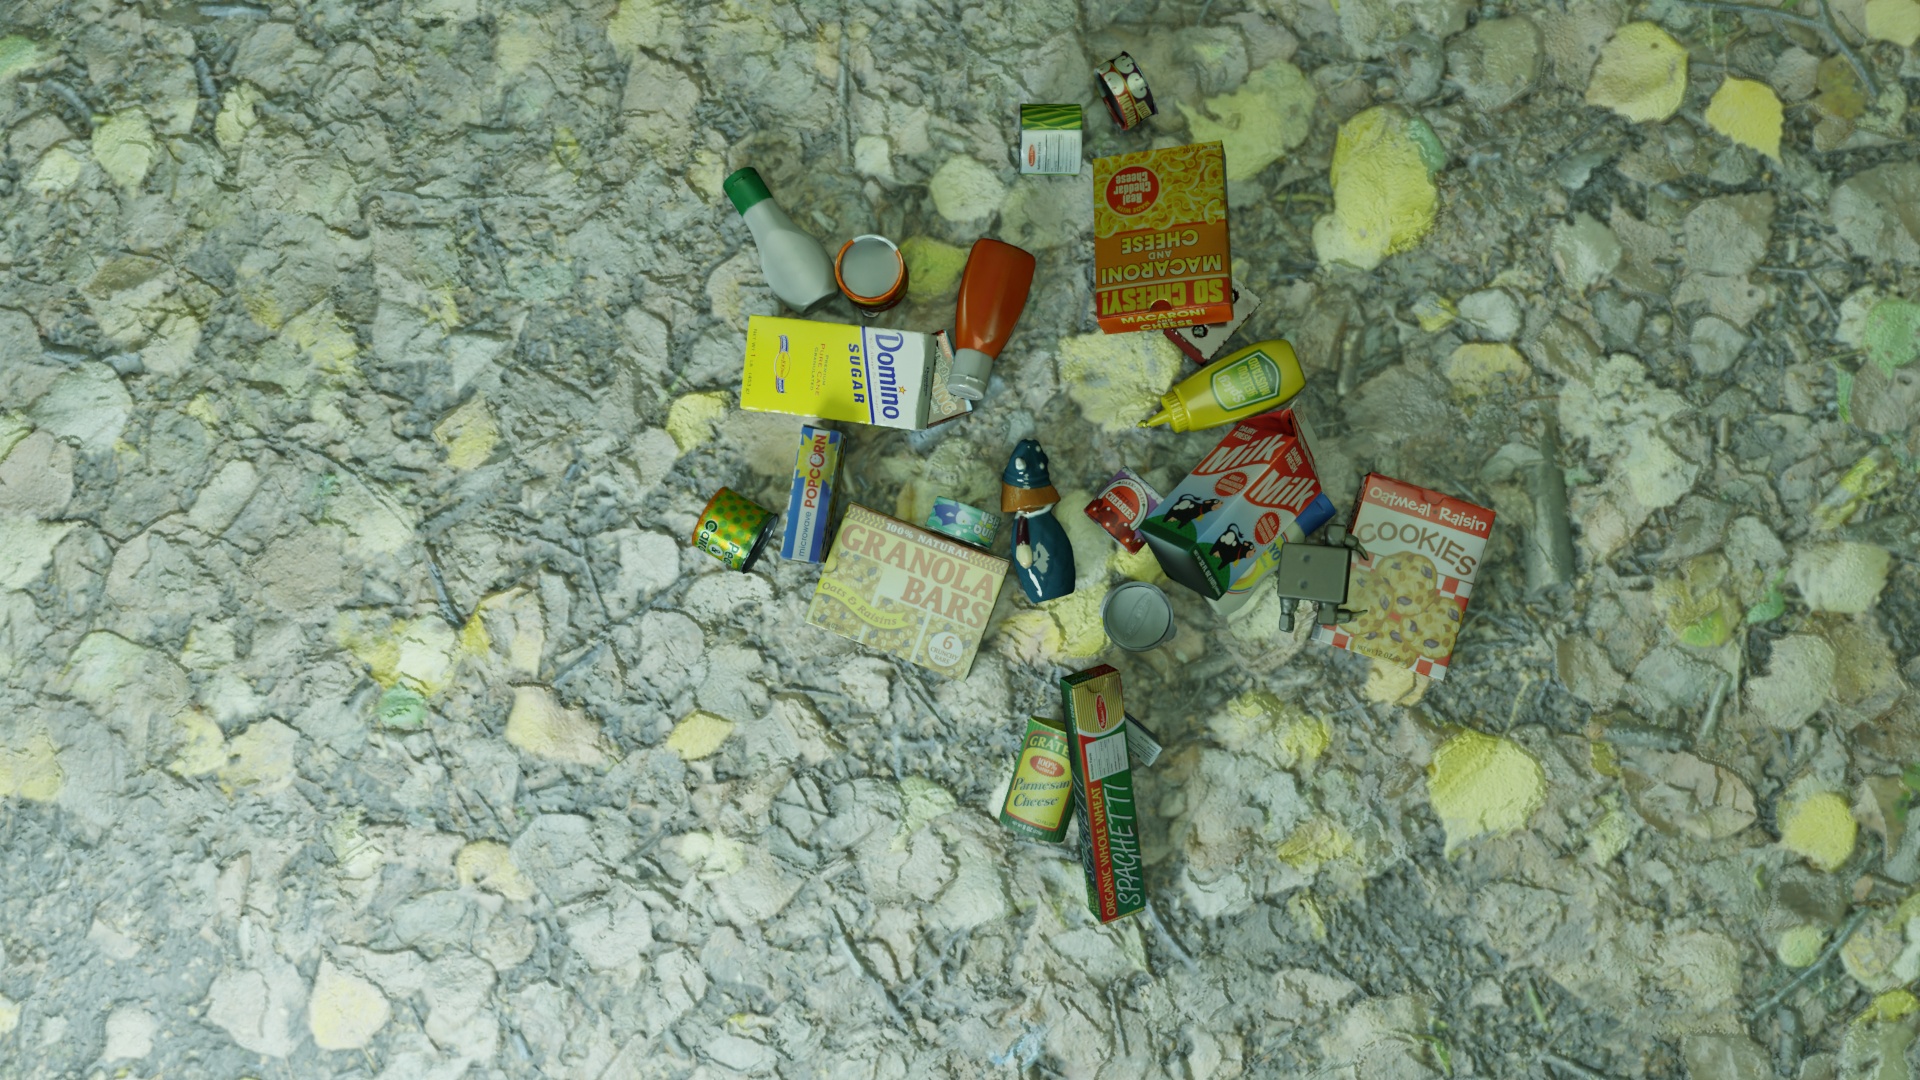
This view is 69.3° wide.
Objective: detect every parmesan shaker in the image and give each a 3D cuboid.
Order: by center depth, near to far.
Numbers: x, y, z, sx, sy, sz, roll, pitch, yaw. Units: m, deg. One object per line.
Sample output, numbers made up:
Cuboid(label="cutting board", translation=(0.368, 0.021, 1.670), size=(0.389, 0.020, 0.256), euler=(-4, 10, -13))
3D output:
Cuboid(label="parmesan shaker", translation=(0.084, 0.225, 1.306), size=(0.071, 0.071, 0.103), euler=(17, 90, 2))

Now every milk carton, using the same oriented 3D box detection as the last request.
Cuboid(label="milk carton", translation=(0.261, -0.043, 1.278), size=(0.191, 0.073, 0.072), euler=(-44, 126, -13))

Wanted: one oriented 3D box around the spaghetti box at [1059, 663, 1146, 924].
Cuboid(label="spaghetti box", translation=(0.132, 0.236, 1.278), size=(0.050, 0.029, 0.249), euler=(-15, 109, -19))

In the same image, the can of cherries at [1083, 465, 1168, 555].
Cuboid(label="can of cherries", translation=(0.157, -0.028, 1.305), size=(0.071, 0.071, 0.058), euler=(43, 92, 2))

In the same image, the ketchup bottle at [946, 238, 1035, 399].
Cuboid(label="ketchup bottle", translation=(0.024, -0.207, 1.311), size=(0.065, 0.043, 0.149), euler=(18, 77, -10))

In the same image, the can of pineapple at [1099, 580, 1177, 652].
Cuboid(label="can of pineapple", translation=(0.166, 0.072, 1.310), size=(0.071, 0.058, 0.071), euler=(0, 90, 2))

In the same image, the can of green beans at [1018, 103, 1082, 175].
Cuboid(label="can of green beans", translation=(0.085, -0.380, 1.316), size=(0.058, 0.071, 0.071), euler=(0, 89, 1))

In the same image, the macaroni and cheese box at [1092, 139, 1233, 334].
Cuboid(label="macaroni and cheese box", translation=(0.187, -0.281, 1.291), size=(0.123, 0.040, 0.167), euler=(-4, 74, 17))

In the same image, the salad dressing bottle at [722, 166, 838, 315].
Cuboid(label="salad dressing bottle", translation=(-0.174, -0.289, 1.335), size=(0.064, 0.044, 0.147), euler=(-33, 87, 7))

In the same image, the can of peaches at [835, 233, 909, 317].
Cuboid(label="can of peaches", translation=(-0.084, -0.252, 1.323), size=(0.071, 0.058, 0.071), euler=(0, 89, 2))

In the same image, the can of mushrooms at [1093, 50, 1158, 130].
Cuboid(label="can of mushrooms", translation=(0.156, -0.423, 1.313), size=(0.033, 0.071, 0.071), euler=(-29, 89, 2))

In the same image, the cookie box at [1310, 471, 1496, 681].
Cuboid(label="cookie box", translation=(0.418, 0.033, 1.311), size=(0.123, 0.040, 0.167), euler=(18, 90, 3))

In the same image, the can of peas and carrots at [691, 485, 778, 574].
Cuboid(label="can of peas and carrots", translation=(-0.215, -0.009, 1.318), size=(0.059, 0.071, 0.071), euler=(29, 90, 3))

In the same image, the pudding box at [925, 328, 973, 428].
Cuboid(label="pudding box", translation=(-0.023, -0.155, 1.334), size=(0.050, 0.030, 0.083), euler=(-18, 89, 1))

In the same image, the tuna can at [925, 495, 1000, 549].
Cuboid(label="tuna can", translation=(0.005, -0.016, 1.311), size=(0.071, 0.071, 0.033), euler=(20, 90, 2))

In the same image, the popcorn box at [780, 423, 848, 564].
Cuboid(label="popcorn box", translation=(-0.137, -0.041, 1.308), size=(0.038, 0.085, 0.126), euler=(9, 89, 1))

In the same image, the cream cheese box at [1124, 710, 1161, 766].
Cuboid(label="cream cheese box", translation=(0.143, 0.169, 1.312), size=(0.104, 0.053, 0.024), euler=(38, 93, 2))

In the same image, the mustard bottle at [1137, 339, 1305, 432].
Cuboid(label="mustard bottle", translation=(0.243, -0.137, 1.315), size=(0.160, 0.049, 0.065), euler=(-23, 87, 1))

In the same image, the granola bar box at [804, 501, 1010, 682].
Cuboid(label="granola bar box", translation=(-0.050, 0.049, 1.327), size=(0.166, 0.039, 0.124), euler=(20, 90, 2))

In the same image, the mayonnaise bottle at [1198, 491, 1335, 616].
Cuboid(label="mayonnaise bottle", translation=(0.286, 0.006, 1.315), size=(0.148, 0.041, 0.065), euler=(-38, 90, 1))
